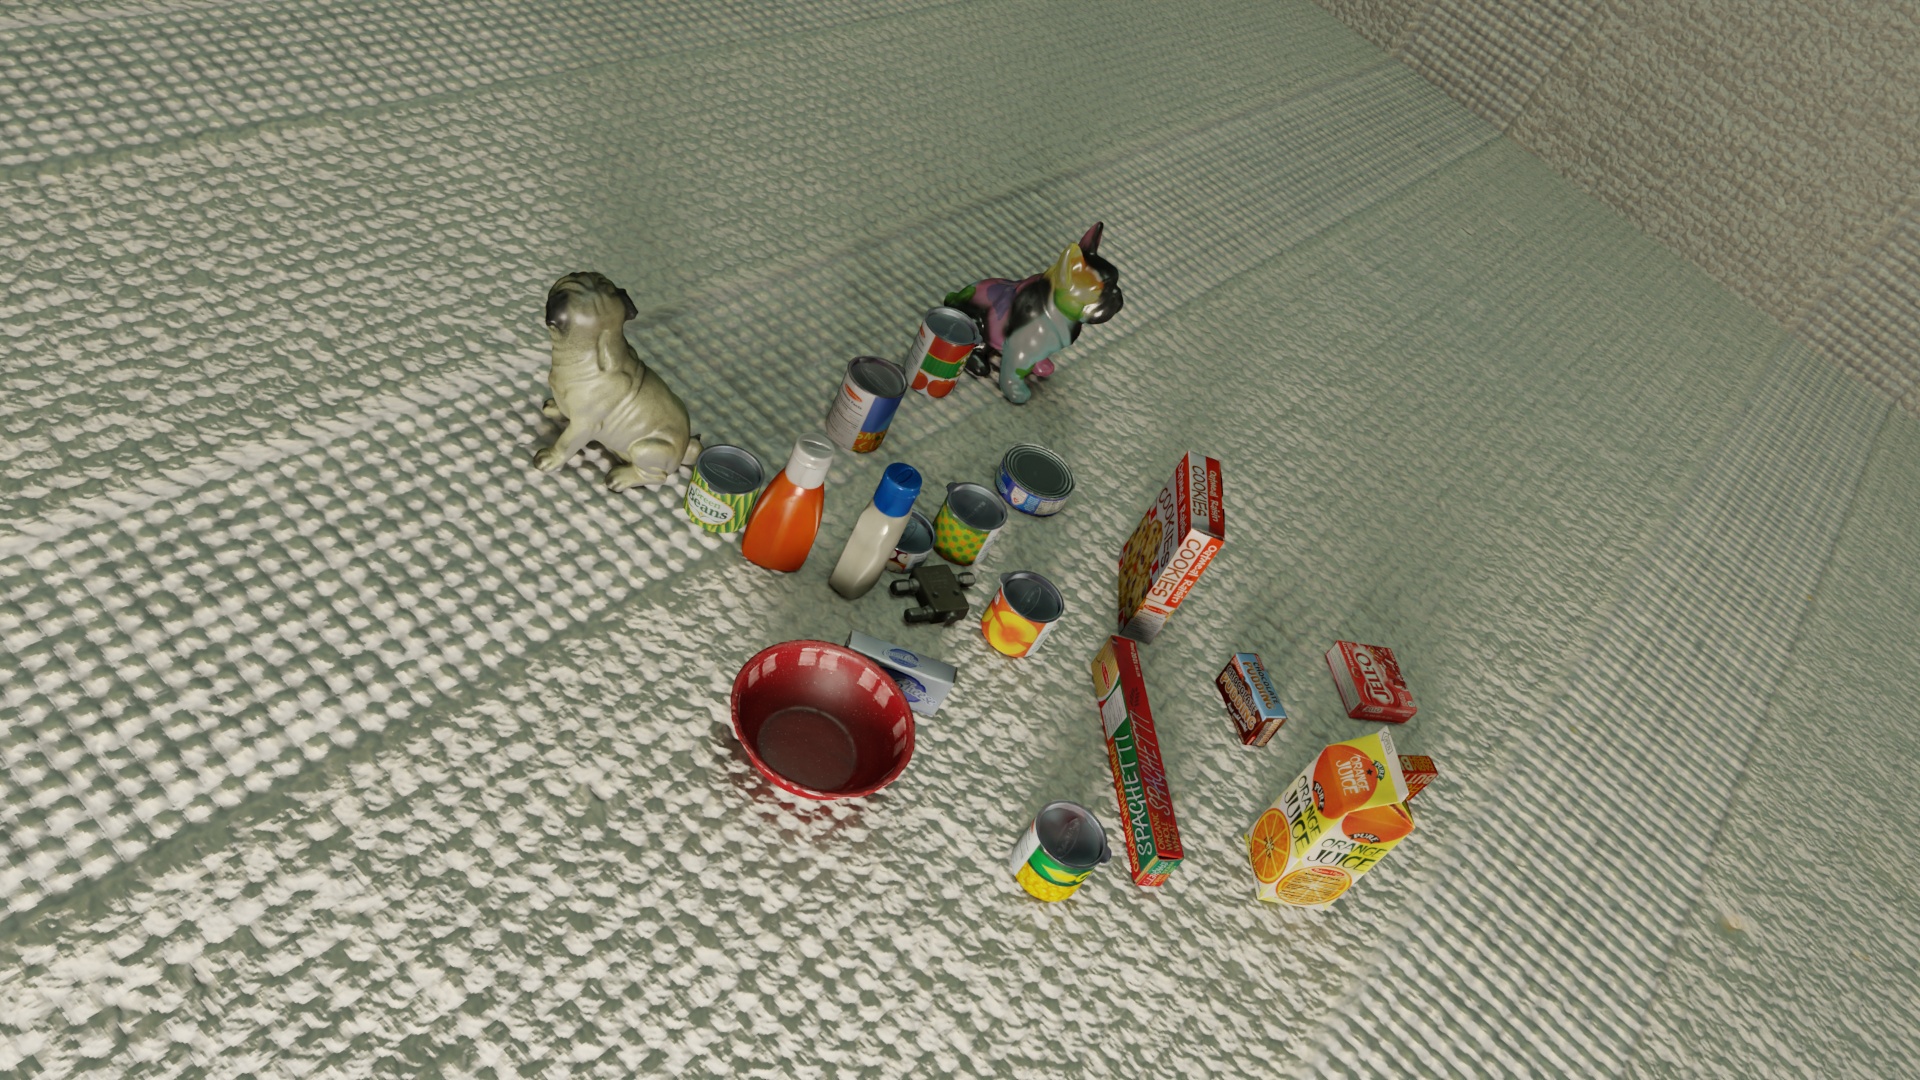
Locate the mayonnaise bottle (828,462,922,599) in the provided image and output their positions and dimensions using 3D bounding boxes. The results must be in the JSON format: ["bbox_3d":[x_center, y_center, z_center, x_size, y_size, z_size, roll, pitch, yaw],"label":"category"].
[{"bbox_3d":[-0.077,-0.011,1.306,0.041,0.147,0.065,37,42,9],"label":"mayonnaise bottle"}]

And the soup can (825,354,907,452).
[{"bbox_3d":[-0.099,-0.145,1.479,0.071,0.083,0.072,15,43,-15],"label":"soup can"}]

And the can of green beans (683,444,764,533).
[{"bbox_3d":[-0.227,-0.049,1.331,0.071,0.057,0.071,15,43,-15],"label":"can of green beans"}]

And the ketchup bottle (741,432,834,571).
[{"bbox_3d":[-0.155,-0.035,1.287,0.065,0.148,0.044,16,43,-14],"label":"ketchup bottle"}]

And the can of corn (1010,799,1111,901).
[{"bbox_3d":[0.085,0.266,1.182,0.071,0.058,0.071,15,43,-15],"label":"can of corn"}]

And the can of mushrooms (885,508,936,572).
[{"bbox_3d":[-0.062,-0.003,1.393,0.071,0.033,0.071,15,43,-14],"label":"can of mushrooms"}]

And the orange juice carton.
[{"bbox_3d":[0.335,0.247,1.235,0.073,0.191,0.072,14,43,-16],"label":"orange juice carton"}]

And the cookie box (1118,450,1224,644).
[{"bbox_3d":[0.216,0.008,1.432,0.040,0.166,0.123,19,42,-11],"label":"cookie box"}]

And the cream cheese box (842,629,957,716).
[{"bbox_3d":[-0.060,0.121,1.253,0.104,0.053,0.024,21,42,-9],"label":"cream cheese box"}]

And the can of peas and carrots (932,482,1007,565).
[{"bbox_3d":[0.005,-0.018,1.425,0.071,0.058,0.071,15,43,-15],"label":"can of peas and carrots"}]

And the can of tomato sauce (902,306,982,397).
[{"bbox_3d":[-0.022,-0.215,1.592,0.071,0.082,0.071,15,43,-15],"label":"can of tomato sauce"}]

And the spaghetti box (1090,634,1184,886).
[{"bbox_3d":[0.162,0.201,1.296,0.029,0.050,0.251,11,44,-19],"label":"spaghetti box"}]

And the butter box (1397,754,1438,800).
[{"bbox_3d":[0.423,0.239,1.397,0.104,0.052,0.024,5,46,-24],"label":"butter box"}]

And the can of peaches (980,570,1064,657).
[{"bbox_3d":[0.058,0.071,1.365,0.071,0.057,0.071,15,43,-15],"label":"can of peaches"}]

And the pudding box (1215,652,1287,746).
[{"bbox_3d":[0.295,0.161,1.409,0.030,0.049,0.084,5,46,-25],"label":"pudding box"}]
